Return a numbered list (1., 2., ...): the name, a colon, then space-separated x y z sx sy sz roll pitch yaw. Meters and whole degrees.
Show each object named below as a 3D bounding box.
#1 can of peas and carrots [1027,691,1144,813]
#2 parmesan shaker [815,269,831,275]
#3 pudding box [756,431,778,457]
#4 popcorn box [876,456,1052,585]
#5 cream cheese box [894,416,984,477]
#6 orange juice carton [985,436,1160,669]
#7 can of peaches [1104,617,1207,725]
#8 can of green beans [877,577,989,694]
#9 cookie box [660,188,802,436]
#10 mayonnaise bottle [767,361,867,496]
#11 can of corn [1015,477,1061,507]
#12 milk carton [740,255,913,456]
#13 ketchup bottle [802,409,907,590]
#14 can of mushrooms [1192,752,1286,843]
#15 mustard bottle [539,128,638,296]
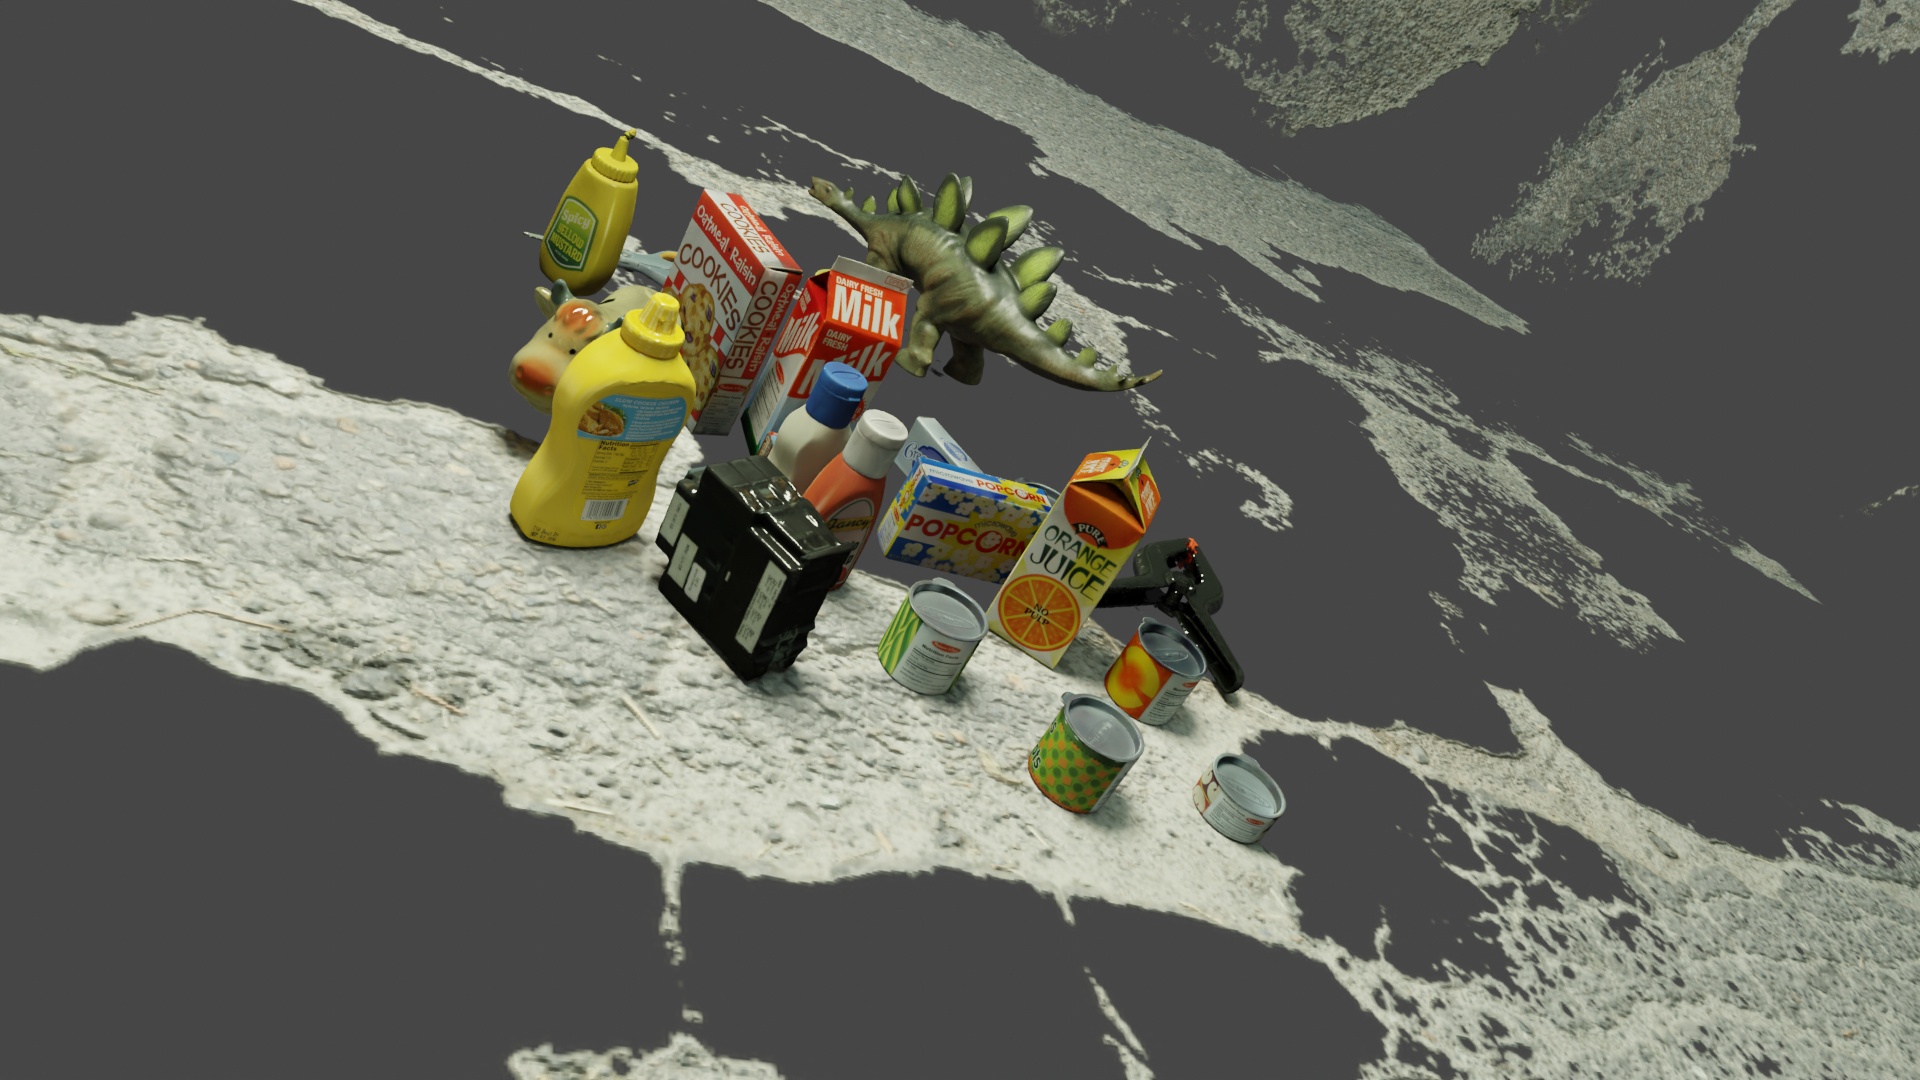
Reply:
1. can of peas and carrots: 0.088 0.153 1.008 0.071 0.058 0.071 23 29 -14
2. parmesan shaker: -0.125 -0.193 1.310 0.071 0.102 0.071 23 29 -14
3. pudding box: -0.128 -0.057 1.147 0.084 0.049 0.030 11 34 -31
4. popcorn box: 0.004 -0.015 1.167 0.127 0.084 0.038 14 33 -28
5. cream cheese box: -0.016 -0.060 1.254 0.024 0.053 0.104 -2 42 -45
6. orange juice carton: 0.099 0.002 1.117 0.073 0.191 0.072 33 28 4
7. can of peaches: 0.160 0.108 1.146 0.071 0.057 0.071 23 29 -14
8. can of green beans: -0.021 0.072 1.035 0.071 0.057 0.071 23 29 -14
9. cookie box: -0.204 -0.191 1.166 0.040 0.166 0.123 1 40 -43
10. mayonnaise bottle: -0.118 -0.068 1.073 0.065 0.147 0.041 -4 43 -46
11. can of corn: 0.064 -0.013 1.248 0.071 0.058 0.071 23 29 -14
12. milk carton: -0.111 -0.148 1.161 0.072 0.189 0.074 14 33 -29
13. ketchup bottle: -0.087 -0.029 1.039 0.065 0.148 0.044 5 37 -39
14. can of mushrooms: 0.217 0.199 1.081 0.071 0.033 0.071 23 29 -14
15. mustard bottle: -0.322 -0.295 1.229 0.065 0.159 0.049 37 29 11
